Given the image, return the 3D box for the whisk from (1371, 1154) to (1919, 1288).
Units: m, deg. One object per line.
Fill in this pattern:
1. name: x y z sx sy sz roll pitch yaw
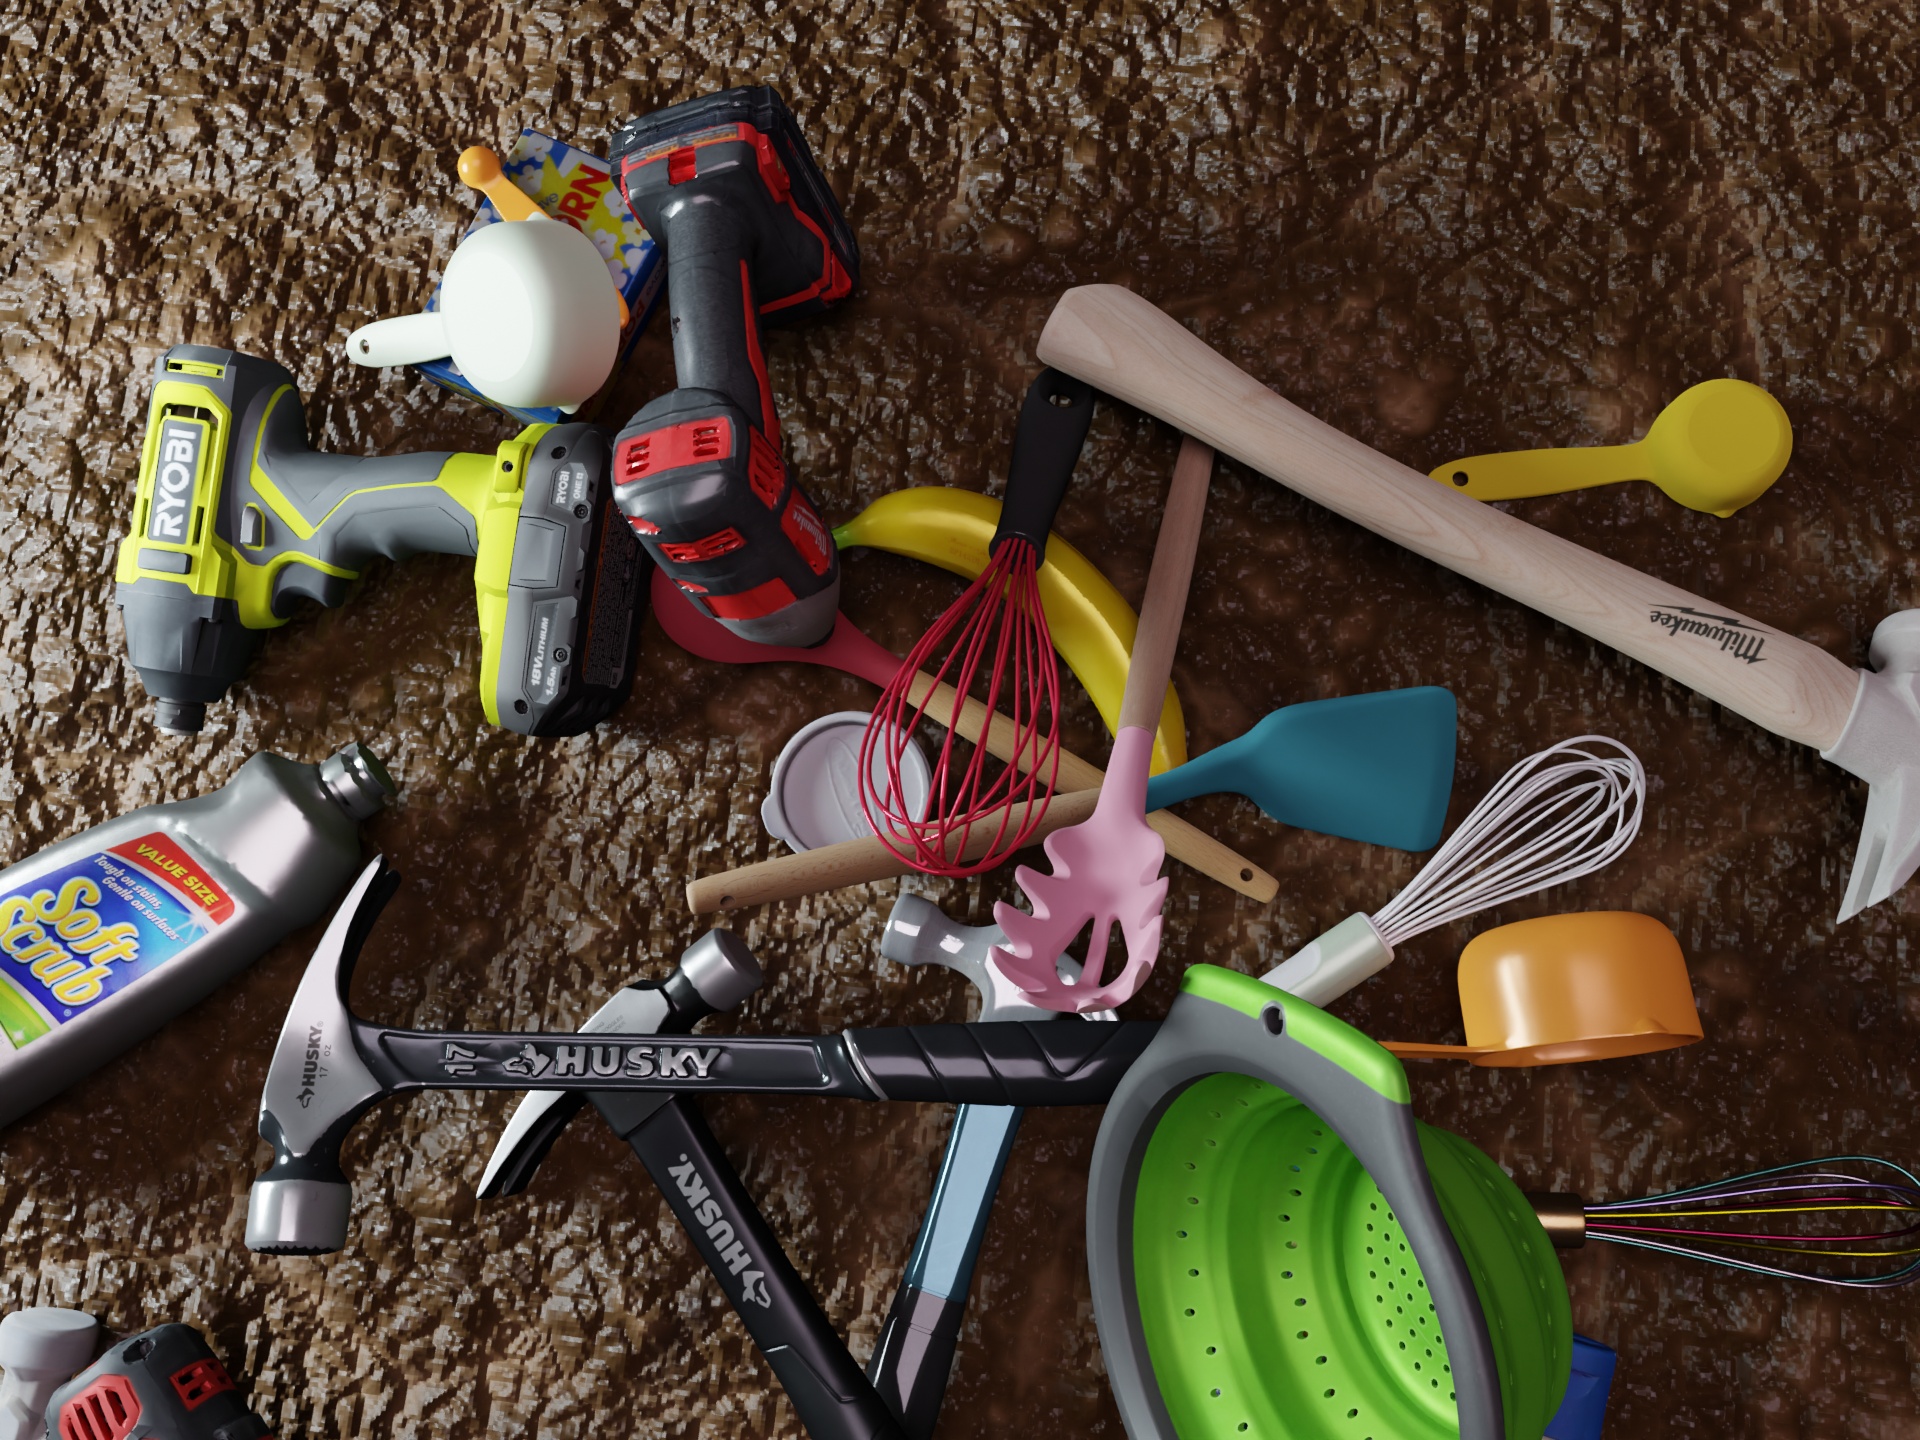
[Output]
1. whisk: 0.272 0.200 0.640 0.245 0.047 0.051 0 81 7

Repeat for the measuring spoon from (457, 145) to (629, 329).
1. measuring spoon: -0.189 -0.219 0.720 0.021 0.011 0.117 -41 80 -4

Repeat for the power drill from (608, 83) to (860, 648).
1. power drill: -0.089 -0.139 0.663 0.078 0.143 0.220 -12 62 13

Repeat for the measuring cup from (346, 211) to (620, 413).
1. measuring cup: -0.218 -0.166 0.677 0.168 0.038 0.083 0 104 31

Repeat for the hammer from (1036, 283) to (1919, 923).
1. hammer: 0.215 -0.069 0.667 0.410 0.038 0.146 28 61 7

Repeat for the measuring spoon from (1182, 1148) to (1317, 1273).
1. measuring spoon: 0.109 0.198 0.654 0.128 0.021 0.042 -34 50 -7

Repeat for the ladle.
1. ladle: -0.001 -0.002 0.702 0.315 0.031 0.069 30 78 6

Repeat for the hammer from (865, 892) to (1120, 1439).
1. hammer: -0.016 0.247 0.653 0.128 0.033 0.331 17 81 8

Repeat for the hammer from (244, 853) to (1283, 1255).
1. hammer: -0.058 0.130 0.622 0.409 0.036 0.149 1 67 -4

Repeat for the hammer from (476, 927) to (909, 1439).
1. hammer: -0.062 0.256 0.623 0.146 0.035 0.335 -39 71 4

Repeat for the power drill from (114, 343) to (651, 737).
1. power drill: -0.258 -0.066 0.703 0.223 0.080 0.171 9 91 9

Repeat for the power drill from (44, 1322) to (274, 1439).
1. power drill: -0.332 0.364 0.588 0.226 0.080 0.188 -37 78 -1

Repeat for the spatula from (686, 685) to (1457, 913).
1. spatula: 0.048 0.043 0.646 0.317 0.044 0.082 -12 123 -13

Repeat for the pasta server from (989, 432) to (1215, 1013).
1. pasta server: 0.074 -0.020 0.634 0.060 0.040 0.316 3 54 20

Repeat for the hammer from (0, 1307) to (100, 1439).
1. hammer: -0.226 0.347 0.628 0.386 0.038 0.143 9 81 11

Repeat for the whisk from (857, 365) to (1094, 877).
1. whisk: 0.019 -0.054 0.638 0.073 0.073 0.296 11 48 5

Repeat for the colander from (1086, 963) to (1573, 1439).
1. colander: 0.132 0.280 0.552 0.094 0.205 0.397 -3 101 -28

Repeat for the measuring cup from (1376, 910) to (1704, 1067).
1. measuring cup: 0.203 0.106 0.626 0.173 0.095 0.052 2 70 -11

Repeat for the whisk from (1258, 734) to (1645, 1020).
1. whisk: 0.180 0.085 0.666 0.246 0.058 0.059 -34 110 1

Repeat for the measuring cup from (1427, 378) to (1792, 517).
1. measuring cup: 0.287 -0.117 0.703 0.156 0.029 0.062 -7 79 2
